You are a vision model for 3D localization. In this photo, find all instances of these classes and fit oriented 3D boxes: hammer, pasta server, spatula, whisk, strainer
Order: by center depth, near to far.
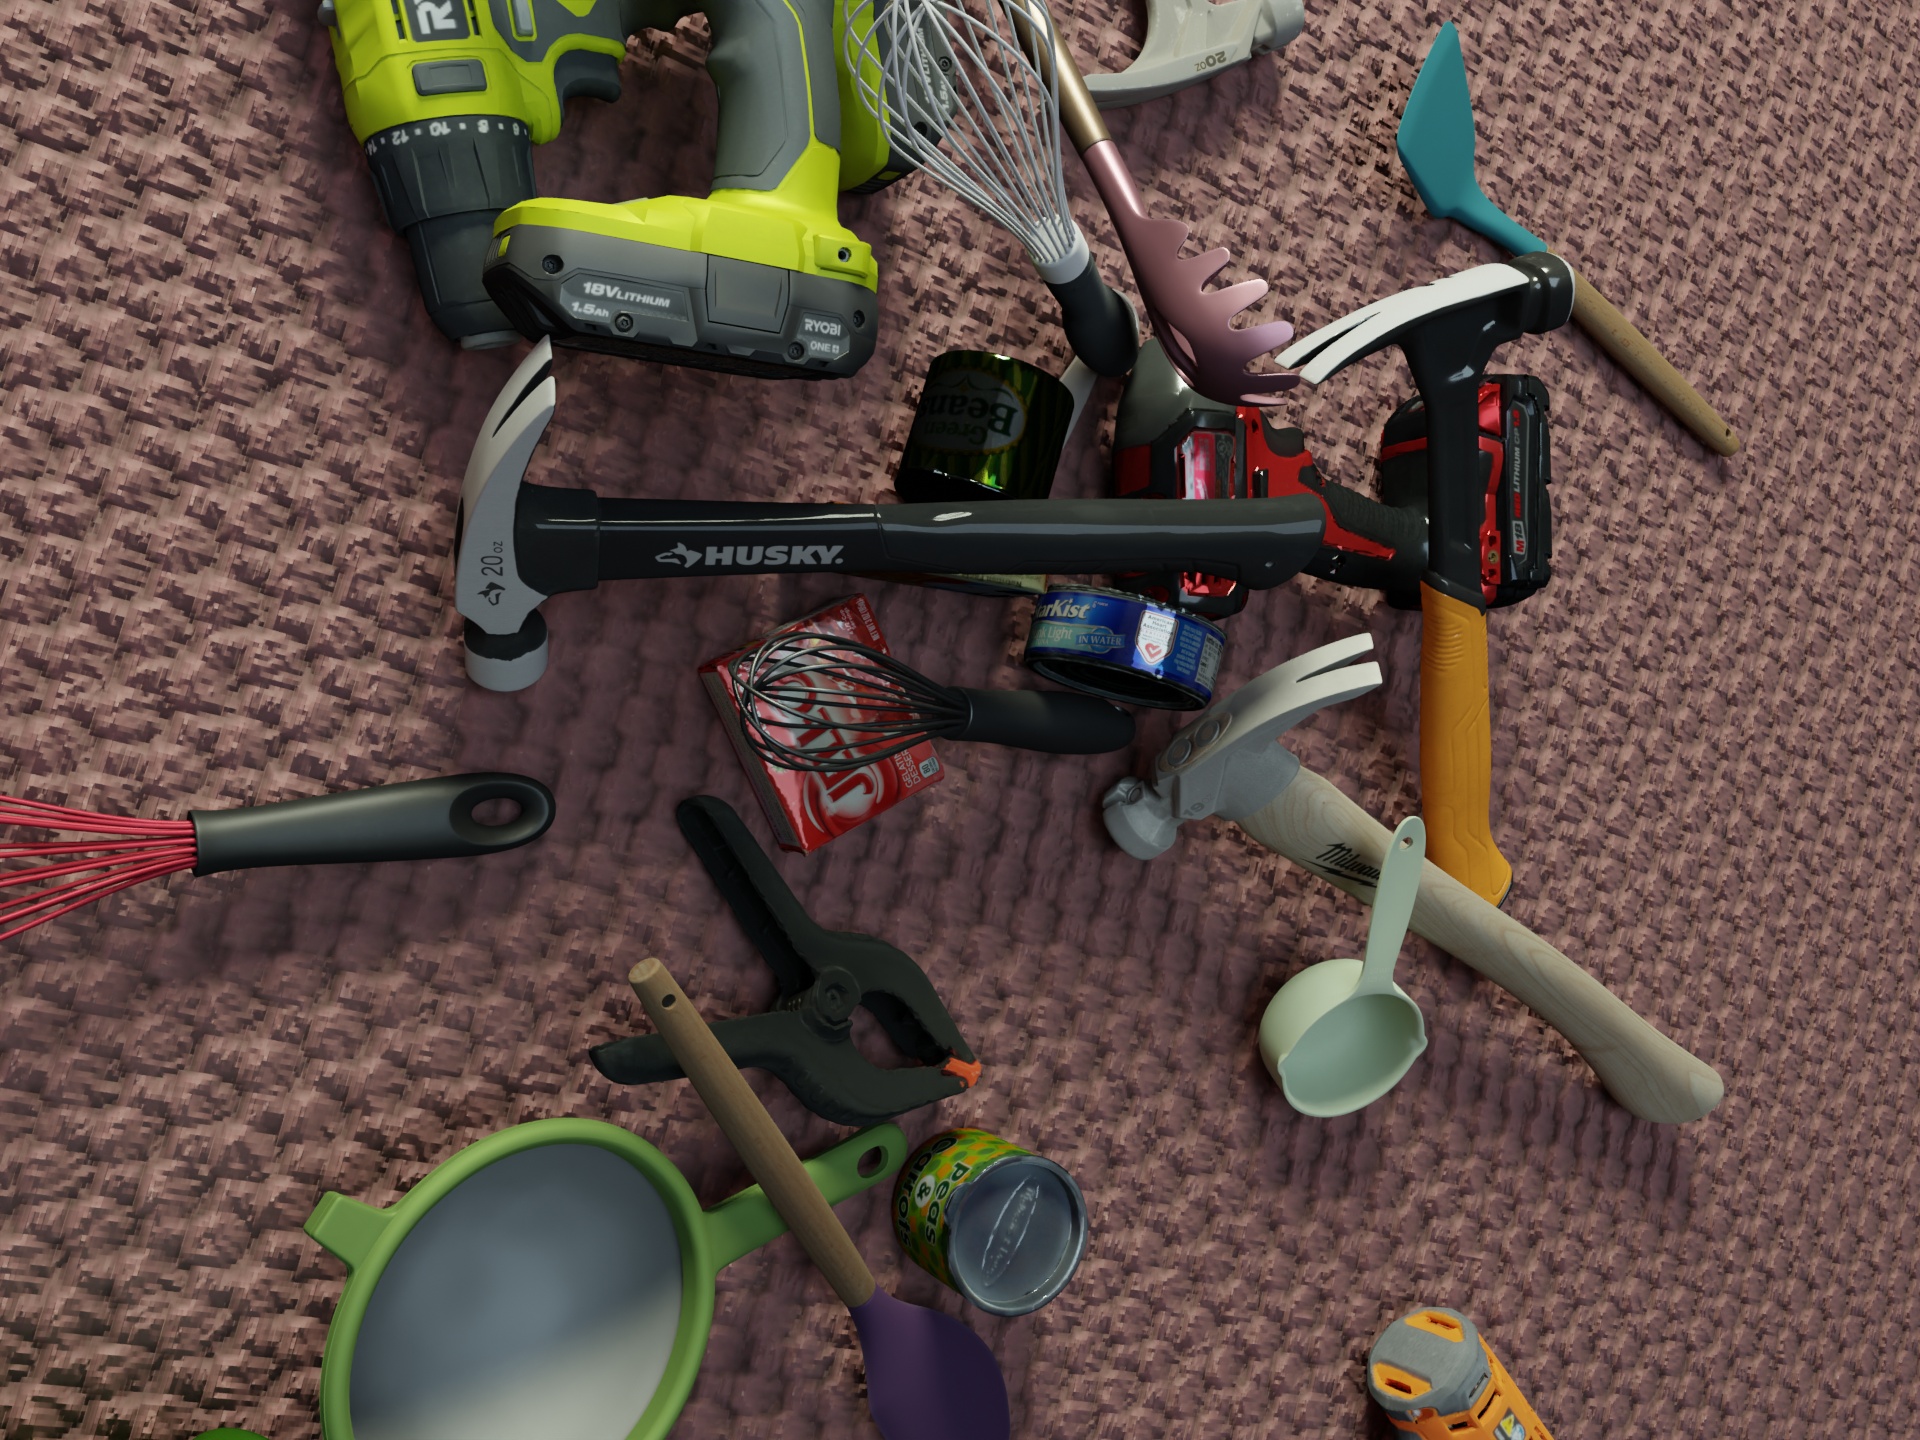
[{"bbox_3d":[-0.281,0.045,0.539,0.295,0.073,0.073,-5,92,-34],"label":"whisk"},{"bbox_3d":[0.027,-0.191,0.596,0.284,0.070,0.070,34,69,-68],"label":"whisk"},{"bbox_3d":[-0.017,-0.073,0.599,0.334,0.146,0.035,-2,53,-16],"label":"hammer"},{"bbox_3d":[-0.132,0.205,0.614,0.256,0.069,0.151,-16,102,-44],"label":"strainer"},{"bbox_3d":[-0.049,0.211,0.636,0.060,0.018,0.315,-42,122,-26],"label":"spatula"},{"bbox_3d":[0.000,-0.002,0.654,0.238,0.055,0.055,5,87,-48],"label":"whisk"},{"bbox_3d":[0.053,-0.265,0.672,0.040,0.060,0.316,-23,78,-7],"label":"pasta server"},{"bbox_3d":[0.041,-0.464,0.720,0.149,0.037,0.359,-27,101,-25],"label":"hammer"},{"bbox_3d":[0.223,-0.036,0.737,0.127,0.034,0.336,-21,123,-11],"label":"hammer"},{"bbox_3d":[0.263,0.102,0.784,0.410,0.146,0.038,33,37,-27],"label":"hammer"},{"bbox_3d":[0.336,-0.238,0.862,0.317,0.044,0.082,33,71,-24],"label":"spatula"}]

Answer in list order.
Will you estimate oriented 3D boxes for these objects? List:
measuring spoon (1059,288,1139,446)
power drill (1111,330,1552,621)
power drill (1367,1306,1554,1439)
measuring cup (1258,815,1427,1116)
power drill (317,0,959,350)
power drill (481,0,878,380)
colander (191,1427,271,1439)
[{"bbox_3d":[0.043,-0.143,0.731,0.034,0.018,0.124,34,81,-29],"label":"measuring spoon"},{"bbox_3d":[0.173,-0.118,0.762,0.219,0.078,0.143,-1,90,-24],"label":"power drill"},{"bbox_3d":[0.217,0.425,0.771,0.226,0.084,0.164,-44,108,-25],"label":"power drill"},{"bbox_3d":[0.185,0.110,0.747,0.083,0.038,0.167,-3,118,-20],"label":"measuring cup"},{"bbox_3d":[-0.122,-0.252,0.613,0.228,0.080,0.190,-15,101,-24],"label":"power drill"},{"bbox_3d":[-0.092,-0.238,0.547,0.171,0.080,0.223,3,97,-27],"label":"power drill"},{"bbox_3d":[-0.288,0.228,0.500,0.397,0.204,0.094,56,38,3],"label":"colander"}]
